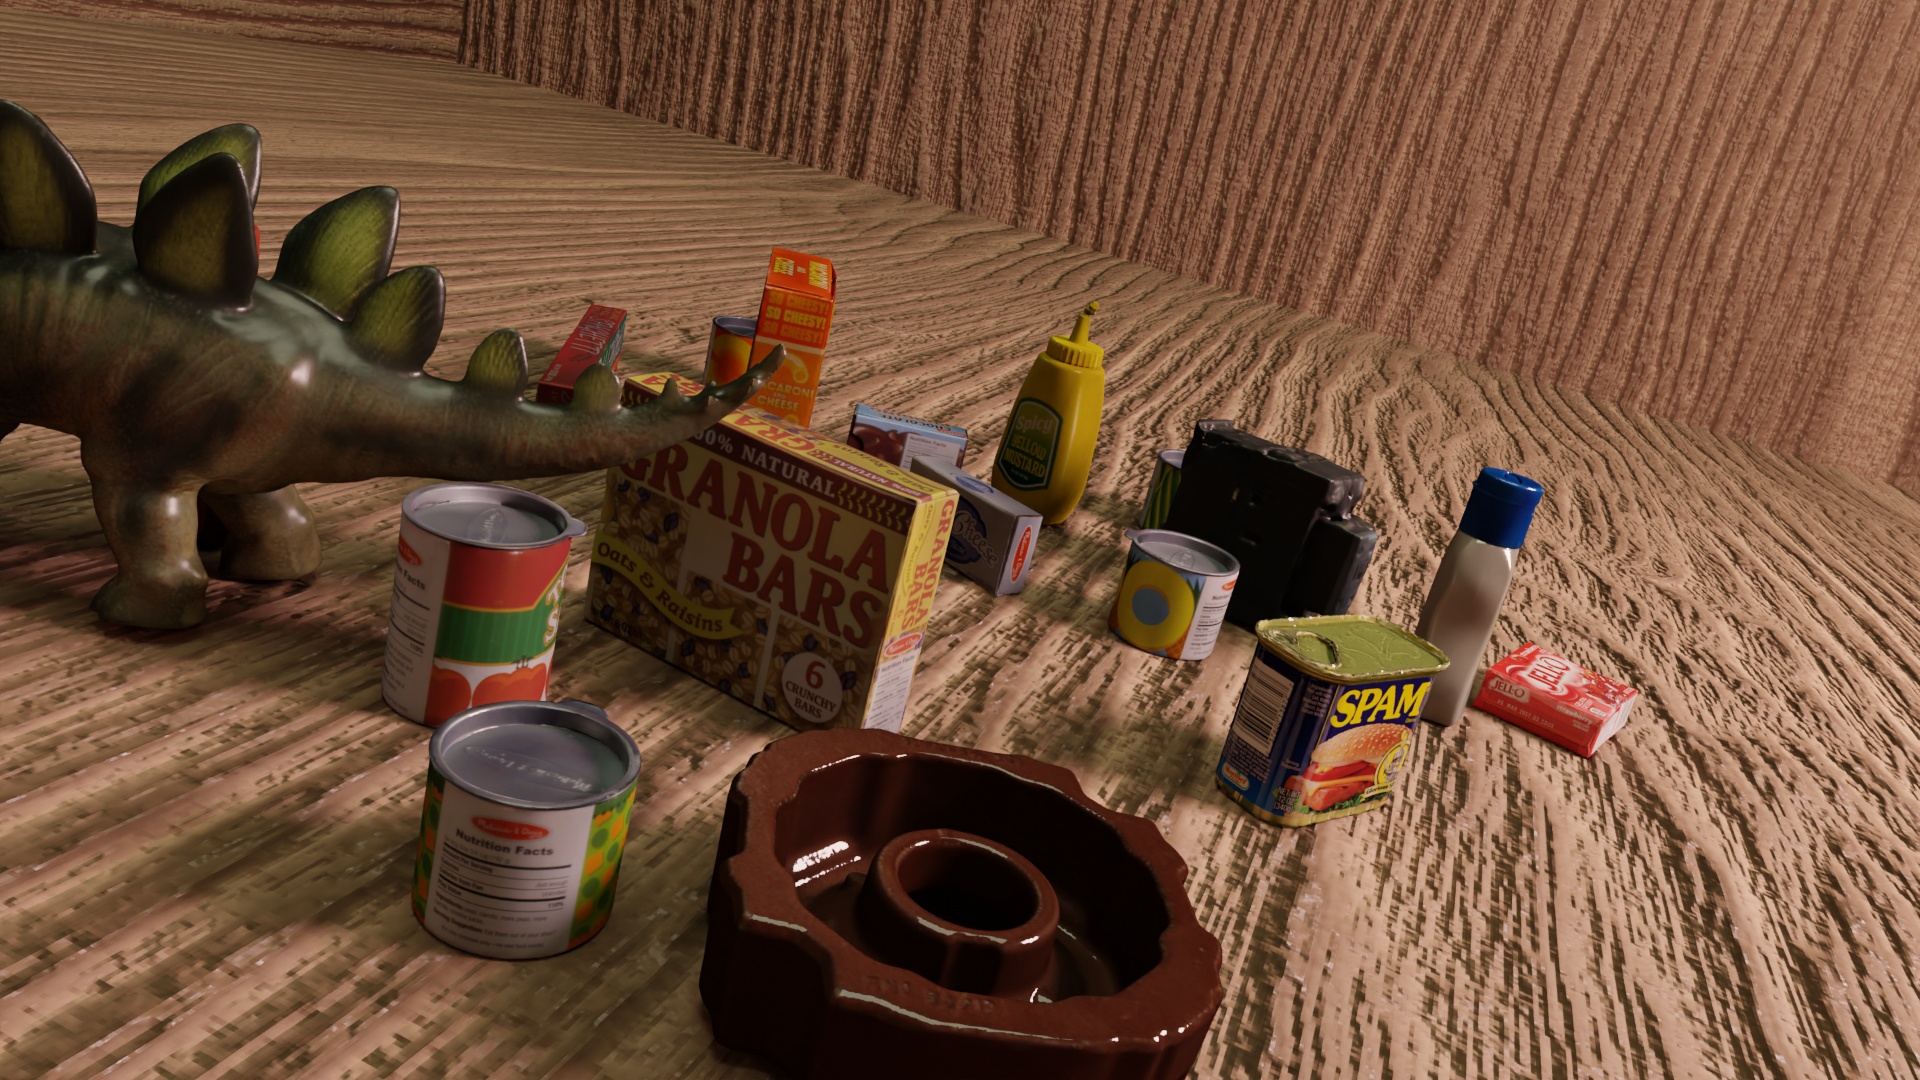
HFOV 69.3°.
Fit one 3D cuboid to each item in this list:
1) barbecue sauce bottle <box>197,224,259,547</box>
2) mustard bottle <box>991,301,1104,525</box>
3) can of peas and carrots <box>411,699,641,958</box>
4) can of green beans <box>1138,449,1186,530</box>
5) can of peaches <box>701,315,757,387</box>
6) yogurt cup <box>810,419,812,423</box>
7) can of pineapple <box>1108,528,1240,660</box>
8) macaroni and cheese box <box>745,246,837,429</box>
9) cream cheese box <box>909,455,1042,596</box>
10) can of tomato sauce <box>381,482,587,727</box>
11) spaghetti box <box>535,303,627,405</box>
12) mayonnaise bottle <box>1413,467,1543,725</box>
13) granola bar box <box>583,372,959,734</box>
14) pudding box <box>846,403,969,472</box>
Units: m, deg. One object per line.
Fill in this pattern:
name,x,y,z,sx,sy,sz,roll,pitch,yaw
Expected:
barbecue sauce bottle,-0.350,-0.075,0.643,0.065,0.148,0.044,21,20,19
mustard bottle,0.068,-0.092,0.980,0.065,0.159,0.049,27,22,33
can of peas and carrots,-0.142,0.093,0.459,0.071,0.058,0.071,13,19,-4
can of green beans,0.172,-0.030,1.036,0.071,0.057,0.071,13,19,-4
can of peaches,-0.167,-0.141,1.102,0.071,0.057,0.071,13,19,-4
yogurt cup,-0.136,-0.064,0.915,0.072,0.053,0.072,13,19,-4
can of pineapple,0.125,0.031,0.830,0.071,0.057,0.071,13,19,-4
macaroni and cheese box,-0.105,-0.072,0.787,0.040,0.165,0.124,11,19,-10
cream cheese box,0.003,-0.011,0.866,0.024,0.053,0.104,-3,26,-42
can of tomato sauce,-0.196,0.027,0.569,0.071,0.082,0.071,13,19,-4
spaghetti box,-0.265,-0.117,0.974,0.029,0.050,0.251,11,19,-11
mayonnaise bottle,0.299,0.032,0.817,0.041,0.147,0.065,18,19,11
granola bar box,-0.092,0.008,0.635,0.166,0.123,0.039,23,20,24
pudding box,-0.040,-0.063,0.988,0.084,0.049,0.030,12,19,-8
